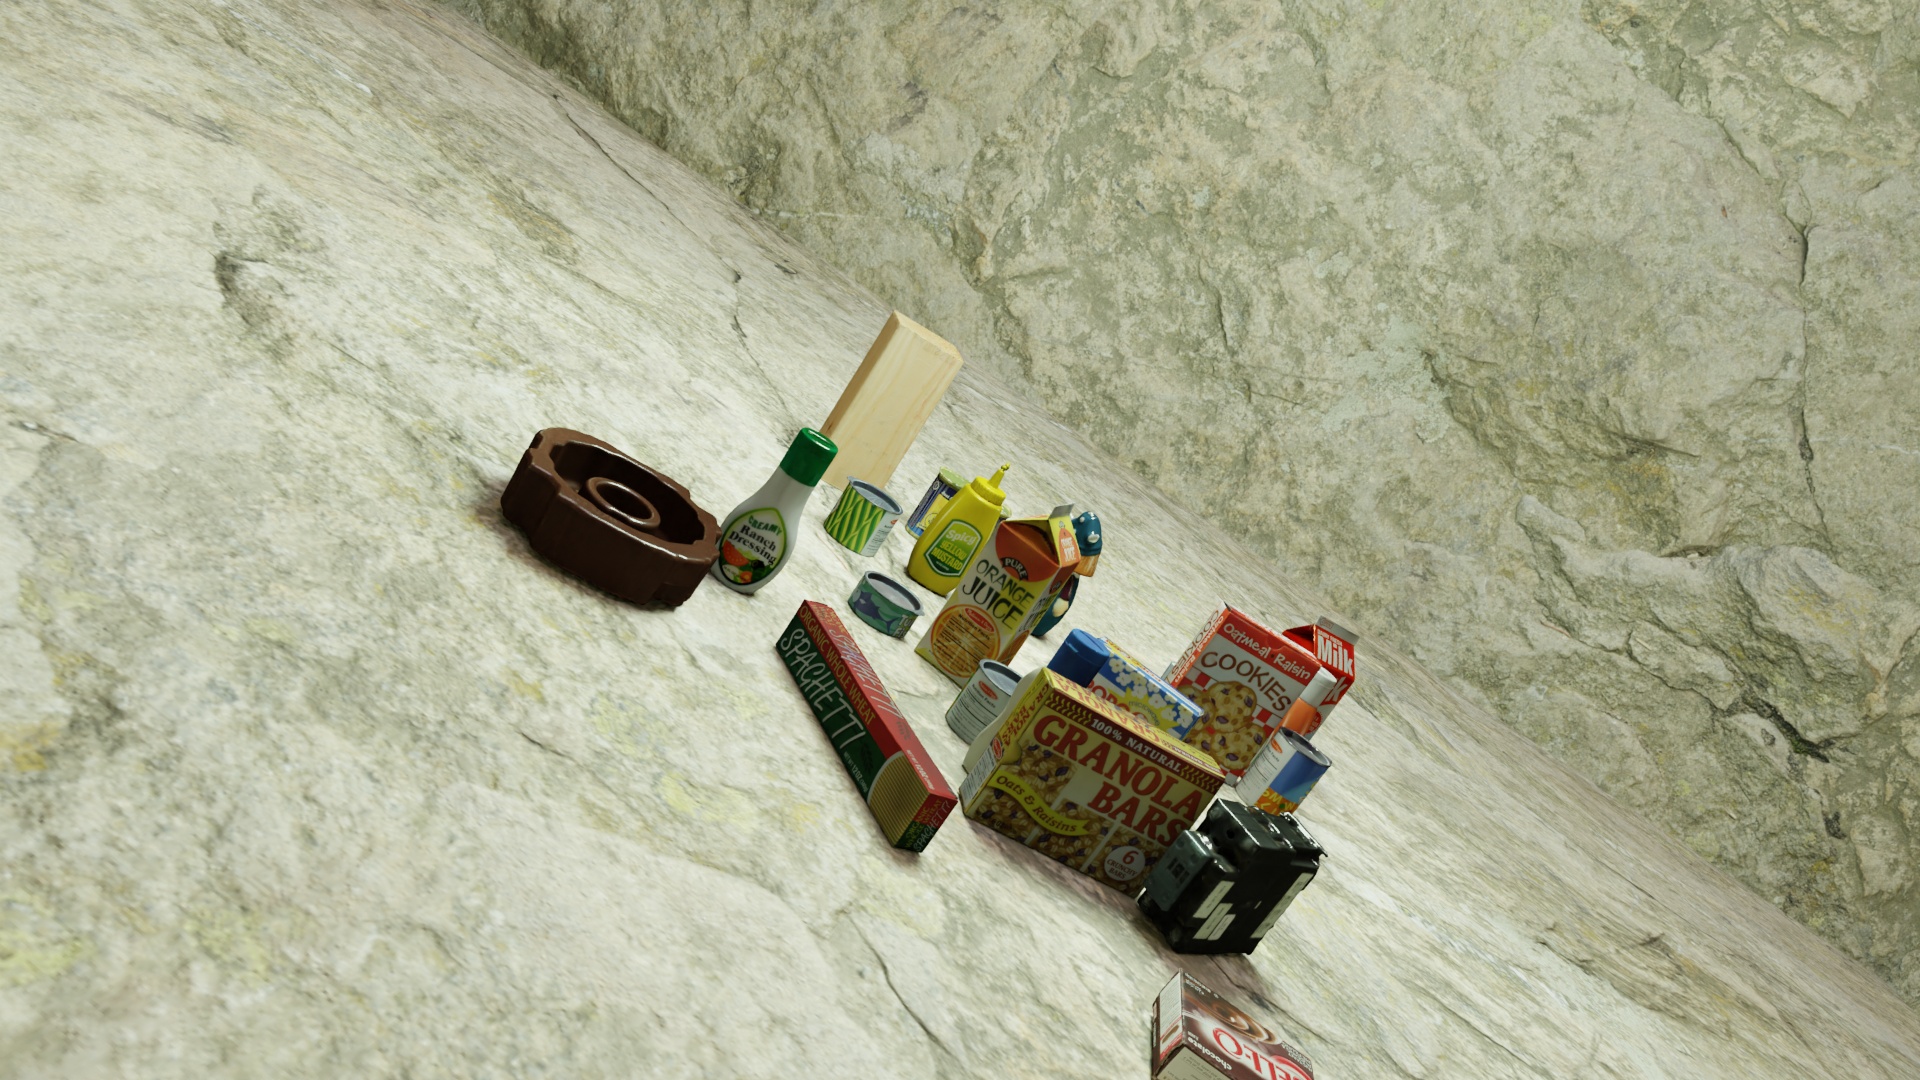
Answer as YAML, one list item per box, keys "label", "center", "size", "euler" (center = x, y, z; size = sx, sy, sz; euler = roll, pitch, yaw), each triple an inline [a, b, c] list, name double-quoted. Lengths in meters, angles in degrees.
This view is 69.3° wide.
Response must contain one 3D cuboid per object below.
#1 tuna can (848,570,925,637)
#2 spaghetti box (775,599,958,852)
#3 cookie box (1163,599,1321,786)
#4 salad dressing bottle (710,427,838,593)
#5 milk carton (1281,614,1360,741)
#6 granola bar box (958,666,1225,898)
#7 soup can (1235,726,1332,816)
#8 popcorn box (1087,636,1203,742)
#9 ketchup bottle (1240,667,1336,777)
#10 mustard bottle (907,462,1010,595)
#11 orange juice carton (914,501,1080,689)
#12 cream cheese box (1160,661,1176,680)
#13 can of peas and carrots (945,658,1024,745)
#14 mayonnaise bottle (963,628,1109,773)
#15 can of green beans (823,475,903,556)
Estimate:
- label: "tuna can"
  center: [-0.069, 0.062, 1.313]
  size: [0.071, 0.032, 0.071]
  euler: [31, 14, -8]
- label: "spaghetti box"
  center: [-0.076, 0.129, 1.028]
  size: [0.028, 0.050, 0.251]
  euler: [23, 17, -38]
- label: "cookie box"
  center: [0.286, 0.164, 1.483]
  size: [0.123, 0.167, 0.040]
  euler: [31, 13, -13]
- label: "salad dressing bottle"
  center: [-0.156, -0.026, 1.173]
  size: [0.064, 0.147, 0.044]
  euler: [32, 13, -8]
- label: "milk carton"
  center: [0.390, 0.176, 1.630]
  size: [0.072, 0.190, 0.074]
  euler: [27, 15, -27]
- label: "granola bar box"
  center: [0.101, 0.189, 1.069]
  size: [0.165, 0.124, 0.039]
  euler: [29, 14, -17]
- label: "soup can"
  center: [0.348, 0.254, 1.491]
  size: [0.071, 0.083, 0.071]
  euler: [32, 13, -8]
- label: "popcorn box"
  center: [0.165, 0.166, 1.375]
  size: [0.127, 0.085, 0.038]
  euler: [37, 13, 14]
- label: "ketchup bottle"
  center: [0.364, 0.205, 1.558]
  size: [0.043, 0.148, 0.065]
  euler: [30, 13, -14]
- label: "mustard bottle"
  center: [0.005, -0.019, 1.490]
  size: [0.065, 0.160, 0.049]
  euler: [30, 13, -13]
- label: "orange juice carton"
  center: [0.046, 0.044, 1.297]
  size: [0.073, 0.192, 0.072]
  euler: [37, 13, 14]
- label: "cream cheese box"
  center: [0.270, 0.191, 1.596]
  size: [0.104, 0.053, 0.024]
  euler: [40, 14, 24]
- label: "can of peas and carrots"
  center: [0.031, 0.145, 1.198]
  size: [0.071, 0.058, 0.071]
  euler: [32, 13, -8]
- label: "mayonnaise bottle"
  center: [0.064, 0.139, 1.105]
  size: [0.065, 0.147, 0.041]
  euler: [43, 16, 35]
- label: "can of green beans"
  center: [-0.104, -0.024, 1.478]
  size: [0.071, 0.057, 0.071]
  euler: [32, 13, -8]
